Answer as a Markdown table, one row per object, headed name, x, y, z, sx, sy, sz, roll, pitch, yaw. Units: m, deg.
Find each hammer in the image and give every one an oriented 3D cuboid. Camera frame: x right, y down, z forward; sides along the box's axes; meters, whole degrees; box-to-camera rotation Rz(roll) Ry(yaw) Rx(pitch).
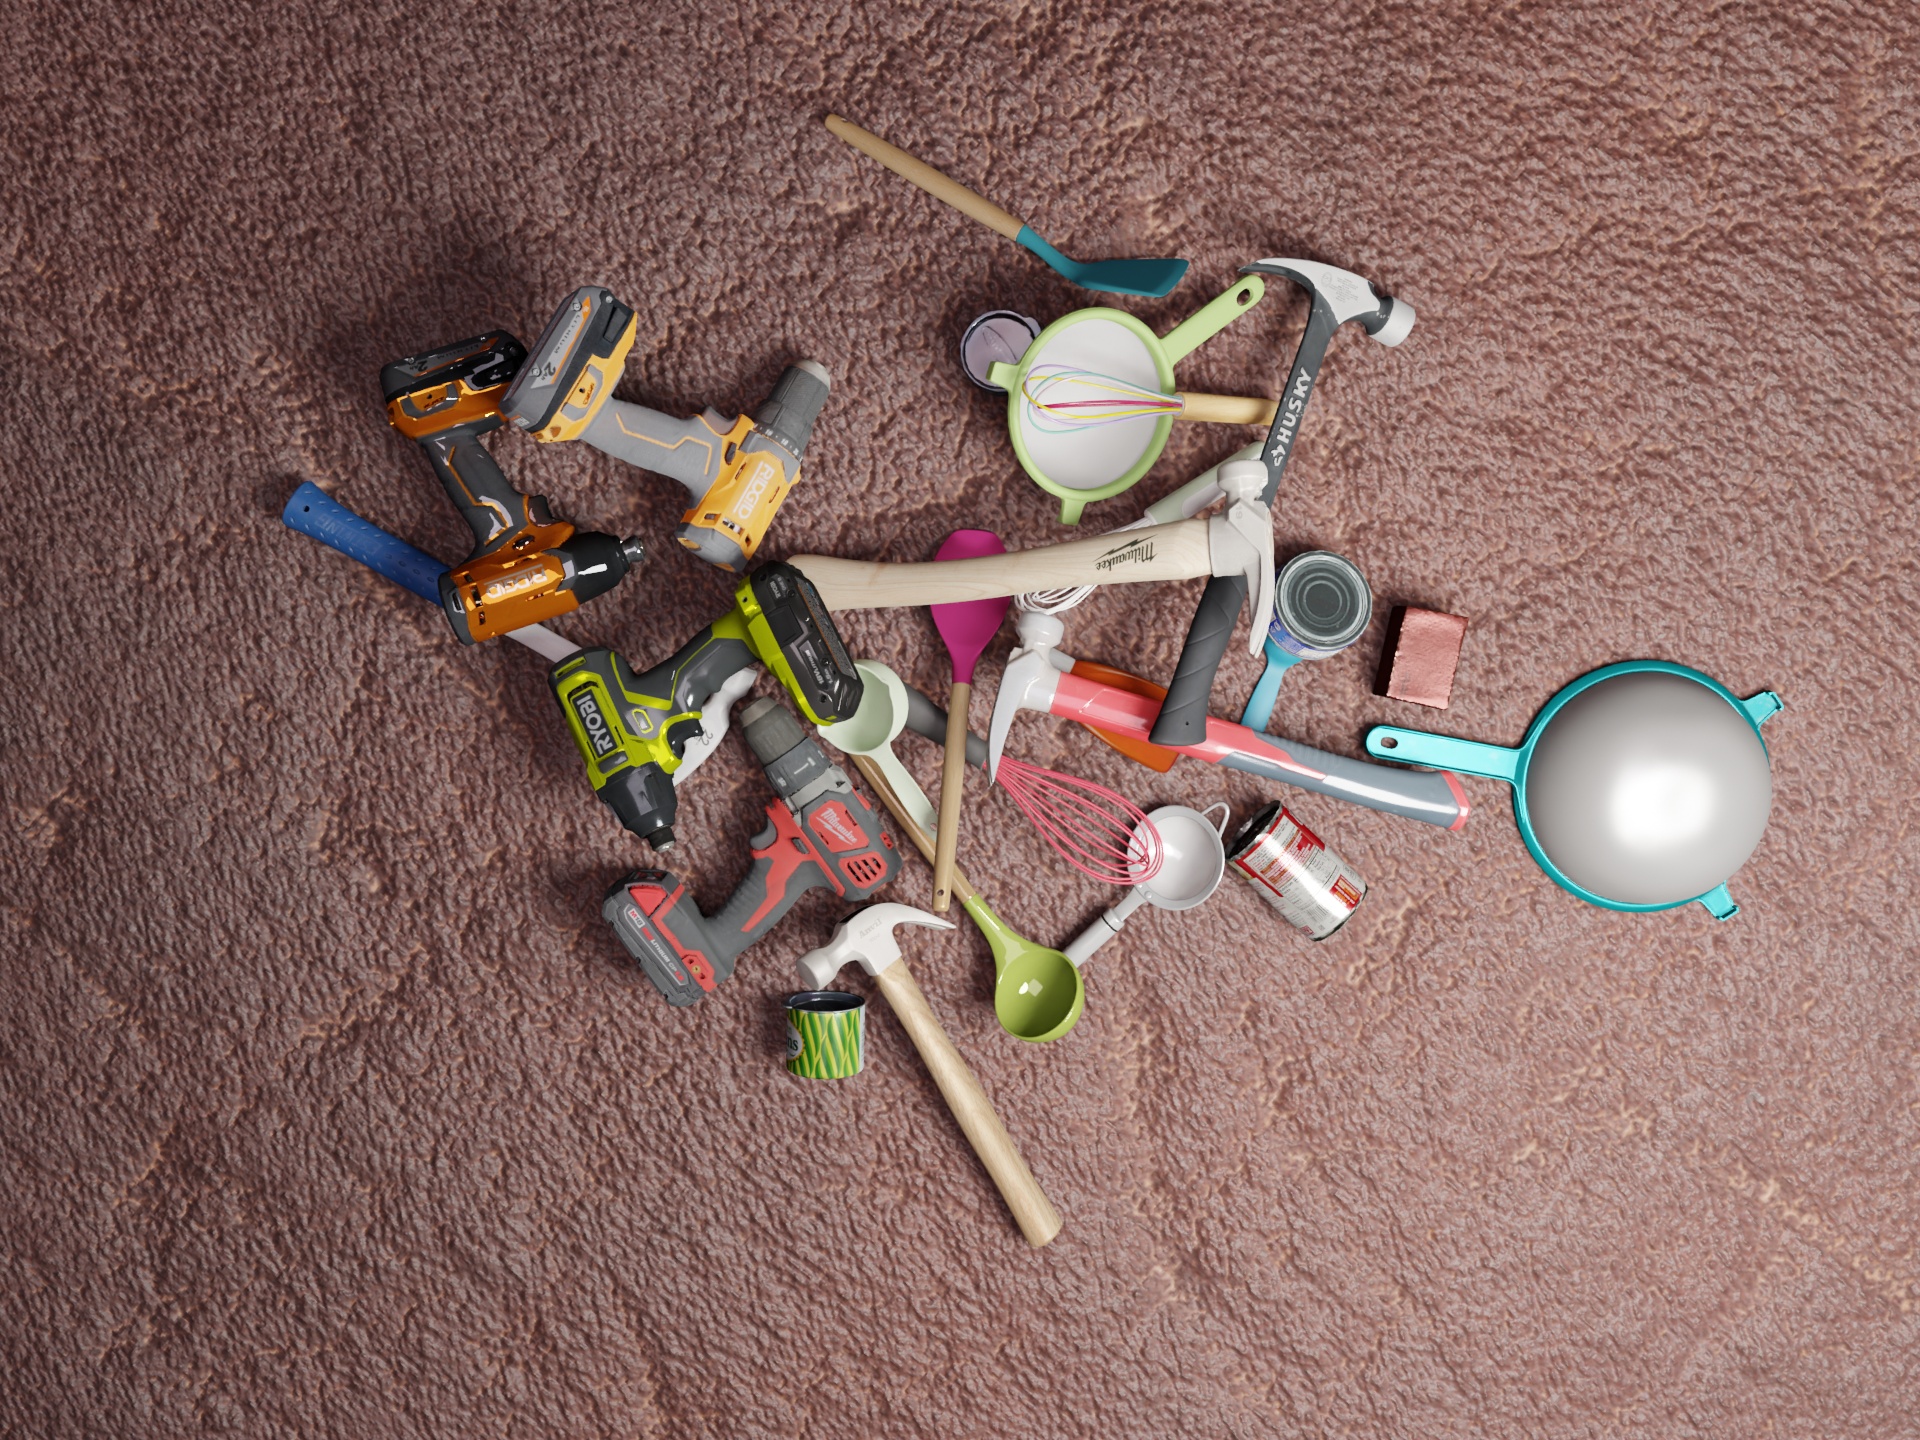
| name | x | y | z | sx | sy | sz | roll | pitch | yaw |
| --- | --- | --- | --- | --- | --- | --- | --- | --- | --- |
| hammer | -0.005 | 0.297 | 1.329 | 0.130 | 0.031 | 0.331 | -36 | 102 | -30 |
| hammer | -0.380 | -0.077 | 1.328 | 0.405 | 0.035 | 0.144 | 29 | 95 | -1 |
| hammer | 0.229 | -0.170 | 1.248 | 0.149 | 0.036 | 0.409 | 22 | 84 | -18 |
| hammer | 0.214 | 0.035 | 1.269 | 0.386 | 0.038 | 0.143 | 17 | 80 | -1 |
| hammer | 0.039 | -0.107 | 1.249 | 0.411 | 0.038 | 0.146 | -4 | 82 | 20 |

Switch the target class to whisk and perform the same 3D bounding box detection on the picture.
| name | x | y | z | sx | sy | sz | roll | pitch | yaw |
| --- | --- | --- | --- | --- | --- | --- | --- | --- | --- |
| whisk | 0.038 | 0.043 | 1.310 | 0.296 | 0.073 | 0.073 | 33 | 95 | 8 |
| whisk | 0.151 | -0.158 | 1.302 | 0.246 | 0.059 | 0.057 | -32 | 131 | 0 |
| whisk | 0.154 | -0.244 | 1.243 | 0.245 | 0.047 | 0.051 | -2 | 107 | -30 |

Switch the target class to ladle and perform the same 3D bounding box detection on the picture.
| name | x | y | z | sx | sy | sz | roll | pitch | yaw |
| --- | --- | --- | --- | --- | --- | --- | --- | --- | --- |
| ladle | -0.010 | 0.127 | 1.311 | 0.078 | 0.062 | 0.320 | -38 | 85 | 6 |

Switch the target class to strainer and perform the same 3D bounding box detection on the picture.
| name | x | y | z | sx | sy | sz | roll | pitch | yaw |
| --- | --- | --- | --- | --- | --- | --- | --- | --- | --- |
| strainer | 0.133 | 0.160 | 1.330 | 0.258 | 0.050 | 0.087 | -44 | 64 | 10 |
| strainer | 0.502 | 0.048 | 1.281 | 0.340 | 0.095 | 0.211 | 10 | 95 | 0 |
| strainer | 0.133 | -0.286 | 1.284 | 0.256 | 0.069 | 0.151 | -38 | 120 | -13 |

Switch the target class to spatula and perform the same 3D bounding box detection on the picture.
| name | x | y | z | sx | sy | sz | roll | pitch | yaw |
| --- | --- | --- | --- | --- | --- | --- | --- | --- | --- |
| spatula | 0.031 | -0.416 | 1.283 | 0.317 | 0.082 | 0.044 | 31 | 133 | 3 |

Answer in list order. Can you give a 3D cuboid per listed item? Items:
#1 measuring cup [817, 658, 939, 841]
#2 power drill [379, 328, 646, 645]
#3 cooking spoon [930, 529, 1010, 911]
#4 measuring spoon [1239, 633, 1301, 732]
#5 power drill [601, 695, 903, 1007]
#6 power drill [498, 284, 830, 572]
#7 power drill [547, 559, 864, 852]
| name | x | y | z | sx | sy | sz | roll | pitch | yaw |
| --- | --- | --- | --- | --- | --- | --- | --- | --- | --- |
| measuring cup | -0.054 | 0.024 | 1.301 | 0.083 | 0.038 | 0.167 | -34 | 89 | 29 |
| power drill | -0.359 | -0.191 | 1.281 | 0.164 | 0.084 | 0.226 | -19 | 87 | -6 |
| cooking spoon | -0.002 | -0.004 | 1.290 | 0.069 | 0.017 | 0.319 | 5 | 76 | 2 |
| measuring spoon | 0.257 | -0.027 | 1.319 | 0.042 | 0.021 | 0.128 | 21 | 93 | 0 |
| power drill | -0.185 | 0.107 | 1.316 | 0.226 | 0.080 | 0.188 | -35 | 96 | 1 |
| power drill | -0.222 | -0.250 | 1.256 | 0.226 | 0.084 | 0.185 | 33 | 80 | -25 |
| power drill | -0.198 | -0.013 | 1.257 | 0.223 | 0.080 | 0.171 | -28 | 80 | 9 |
